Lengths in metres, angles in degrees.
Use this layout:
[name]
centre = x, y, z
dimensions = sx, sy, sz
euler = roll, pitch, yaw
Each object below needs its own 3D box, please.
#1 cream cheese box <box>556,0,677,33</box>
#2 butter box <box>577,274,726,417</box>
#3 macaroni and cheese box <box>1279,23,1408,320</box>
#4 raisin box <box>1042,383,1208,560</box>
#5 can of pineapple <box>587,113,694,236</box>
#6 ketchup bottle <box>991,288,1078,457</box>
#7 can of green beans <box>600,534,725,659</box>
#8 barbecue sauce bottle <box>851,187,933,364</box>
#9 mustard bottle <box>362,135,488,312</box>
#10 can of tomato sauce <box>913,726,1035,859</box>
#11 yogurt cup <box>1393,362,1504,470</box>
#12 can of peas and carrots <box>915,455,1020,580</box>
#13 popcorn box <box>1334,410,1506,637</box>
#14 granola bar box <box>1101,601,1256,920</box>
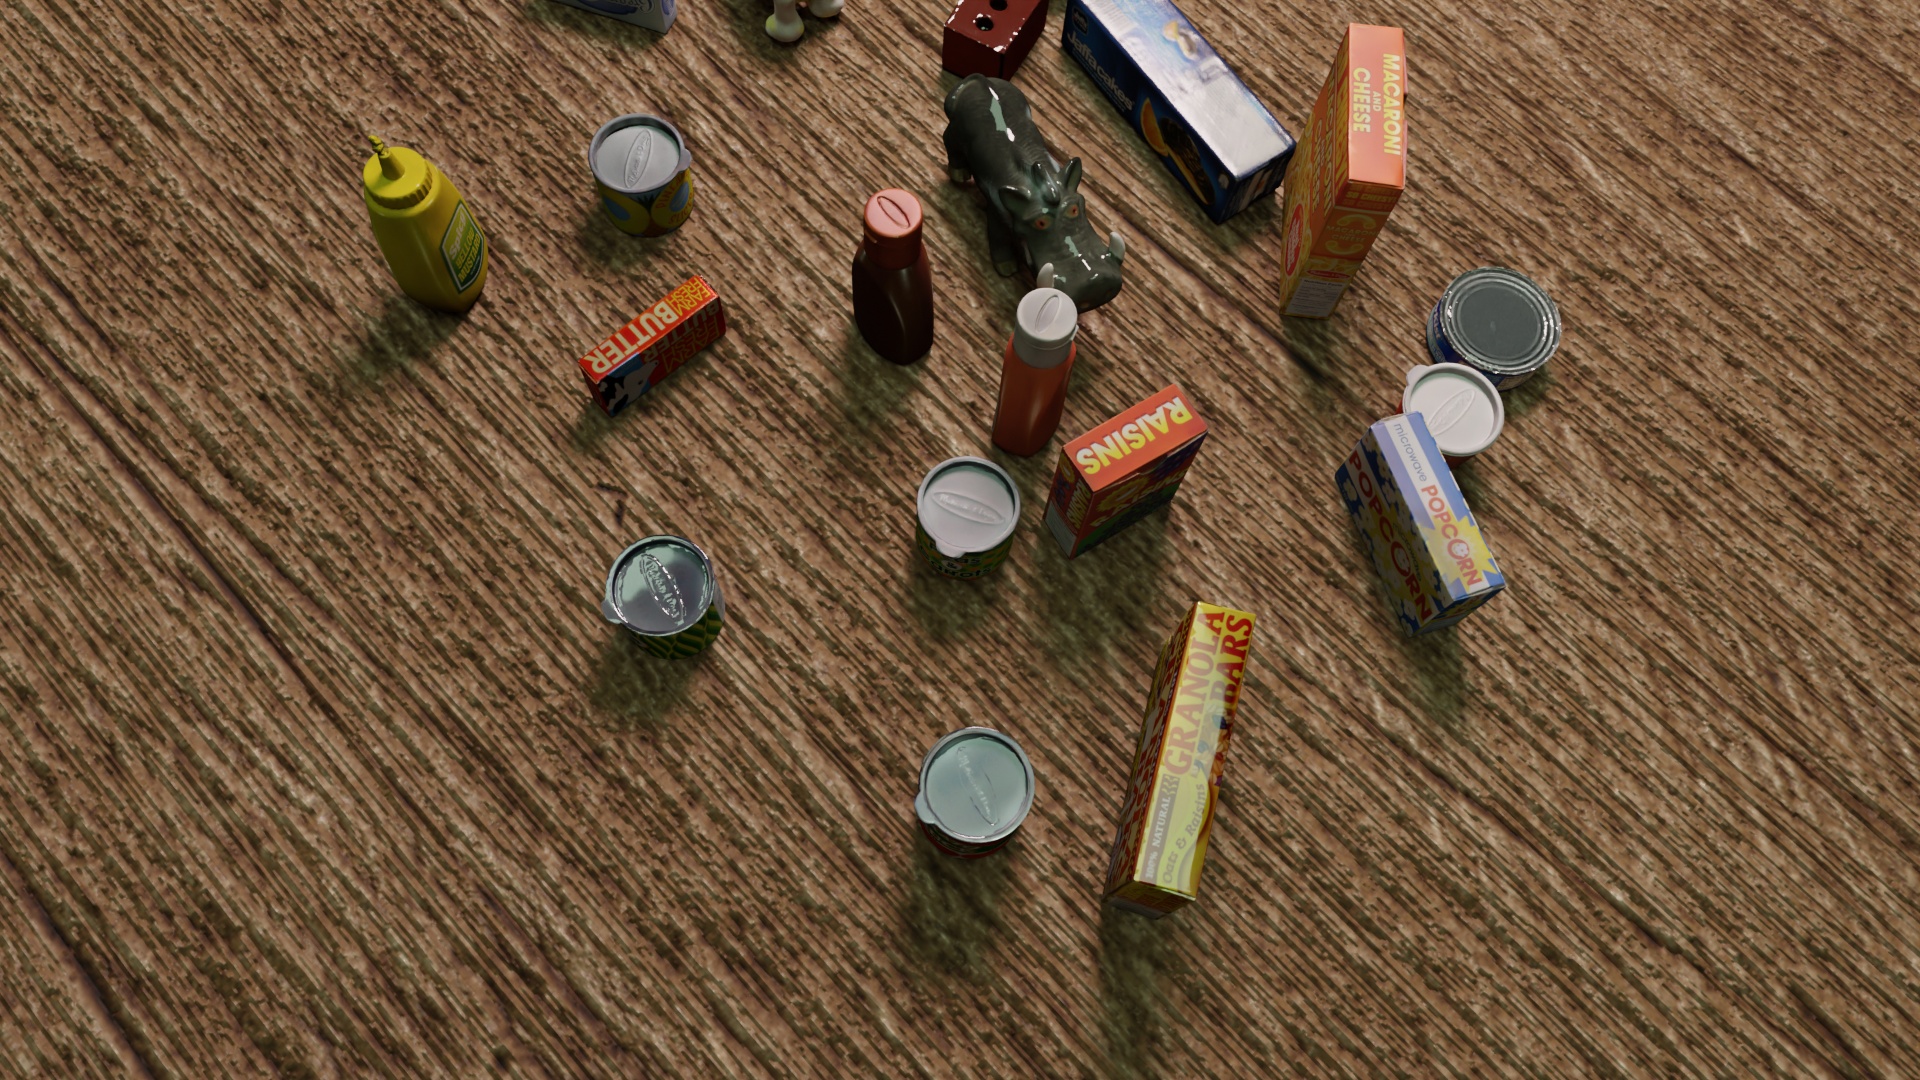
[cream cheese box]
centre = -0.267, -0.420, 1.043
dimensions = 0.104, 0.053, 0.024
euler = 17, 70, 4
[butter box]
centre = -0.207, -0.132, 0.938
dimensions = 0.104, 0.053, 0.024
euler = -40, 77, -16
[macaroni and cheese box]
centre = 0.258, -0.245, 0.943
dimensions = 0.040, 0.166, 0.124
euler = 7, 70, 0
[raisin box]
centre = 0.102, -0.041, 0.882
dimensions = 0.086, 0.123, 0.040
euler = -29, 74, -12
[can of pineapple]
centre = -0.223, -0.256, 0.981
dimensions = 0.071, 0.057, 0.071
euler = 1, 70, -2
[ketchup bottle]
centre = 0.049, -0.109, 0.892
dimensions = 0.043, 0.148, 0.065
euler = 24, 71, 6
[can of green beans]
centre = -0.184, 0.037, 0.874
dimensions = 0.071, 0.057, 0.071
euler = 1, 70, -2
[barbecue sauce bottle]
centre = -0.044, -0.174, 0.911
dimensions = 0.044, 0.148, 0.065
euler = -37, 76, -14
[mustard bottle]
centre = -0.352, -0.209, 0.903
dimensions = 0.049, 0.159, 0.065
euler = 12, 70, 2
[can of tomato sauce]
centre = 0.006, 0.153, 0.827
dimensions = 0.071, 0.082, 0.071
euler = 1, 70, -2
[yogurt cup]
centre = 0.326, -0.079, 0.945
dimensions = 0.072, 0.053, 0.072
euler = 1, 70, -2
[can of peas and carrots]
centre = 0.003, -0.011, 0.901
dimensions = 0.071, 0.058, 0.071
euler = 1, 70, -2
[popcorn box]
centre = 0.294, -0.010, 0.900
dimensions = 0.038, 0.085, 0.127
euler = -17, 71, -9
[granola bar box]
centre = 0.126, 0.132, 0.819
dimensions = 0.039, 0.123, 0.166
euler = 16, 70, 3
